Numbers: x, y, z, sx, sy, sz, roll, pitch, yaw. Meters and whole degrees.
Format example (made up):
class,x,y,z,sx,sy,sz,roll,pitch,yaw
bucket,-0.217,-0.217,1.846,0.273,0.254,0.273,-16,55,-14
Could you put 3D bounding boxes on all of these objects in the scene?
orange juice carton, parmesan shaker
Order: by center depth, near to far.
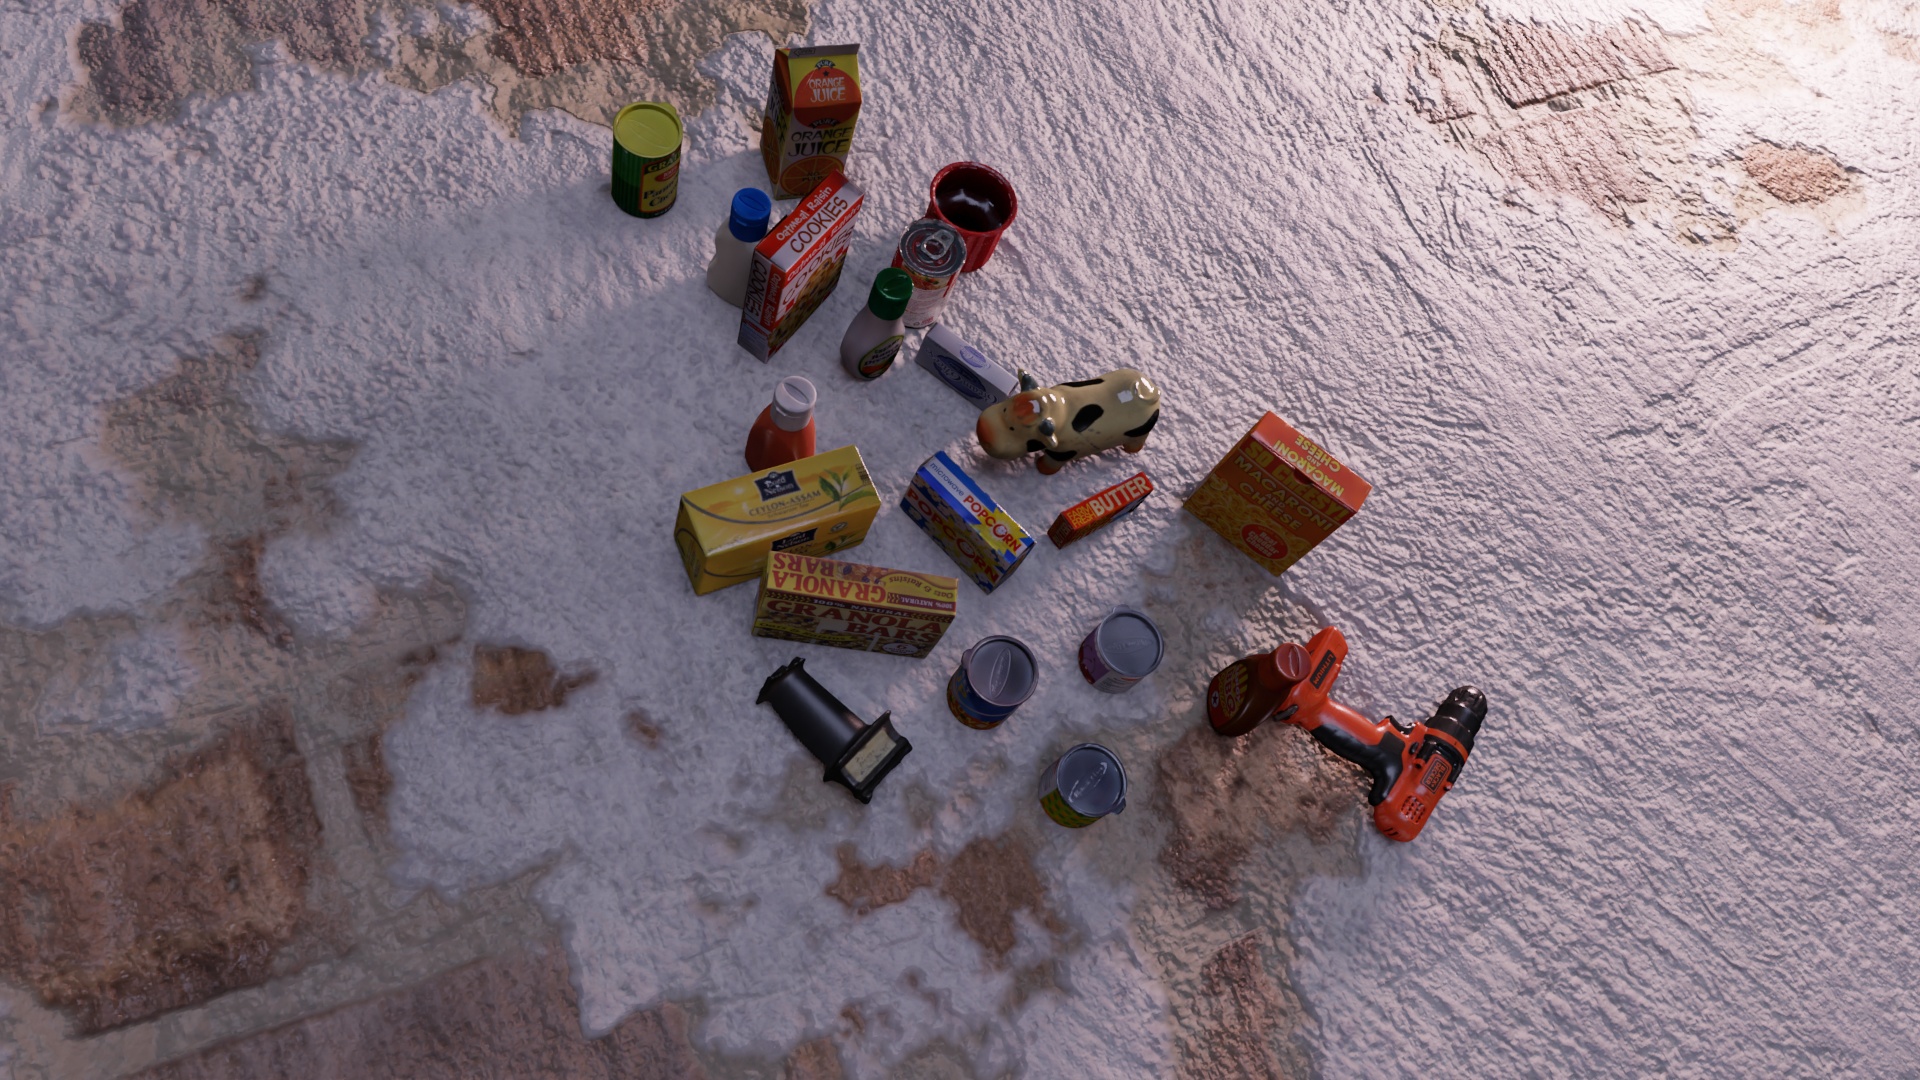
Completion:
class,x,y,z,sx,sy,sz,roll,pitch,yaw
parmesan shaker,-0.309,-0.376,1.374,0.071,0.102,0.071,6,66,-13
orange juice carton,-0.149,-0.429,1.389,0.072,0.191,0.073,-11,71,-19

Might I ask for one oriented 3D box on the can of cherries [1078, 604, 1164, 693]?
class,x,y,z,sx,sy,sz,roll,pitch,yaw
can of cherries,0.151,0.103,1.313,0.071,0.058,0.072,6,66,-13

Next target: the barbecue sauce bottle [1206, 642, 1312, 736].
class,x,y,z,sx,sy,sz,roll,pitch,yaw
barbecue sauce bottle,0.276,0.134,1.283,0.044,0.148,0.065,7,66,-12

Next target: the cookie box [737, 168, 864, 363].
class,x,y,z,sx,sy,sz,roll,pitch,yaw
cookie box,-0.156,-0.260,1.328,0.040,0.166,0.123,36,63,2

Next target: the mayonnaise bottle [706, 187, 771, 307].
class,x,y,z,sx,sy,sz,roll,pitch,yaw
mayonnaise bottle,-0.207,-0.281,1.334,0.065,0.147,0.041,28,64,-2

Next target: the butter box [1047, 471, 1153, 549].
class,x,y,z,sx,sy,sz,roll,pitch,yaw
butter box,0.138,-0.029,1.370,0.104,0.053,0.024,-27,76,-23

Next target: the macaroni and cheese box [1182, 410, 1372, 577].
class,x,y,z,sx,sy,sz,roll,pitch,yaw
macaroni and cheese box,0.306,-0.042,1.357,0.124,0.165,0.040,37,64,3

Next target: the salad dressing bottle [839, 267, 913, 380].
class,x,y,z,sx,sy,sz,roll,pitch,yaw
salad dressing bottle,-0.078,-0.208,1.338,0.064,0.147,0.044,-29,77,-24

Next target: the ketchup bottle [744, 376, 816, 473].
class,x,y,z,sx,sy,sz,roll,pitch,yaw
ketchup bottle,-0.160,-0.099,1.268,0.065,0.148,0.044,38,64,3

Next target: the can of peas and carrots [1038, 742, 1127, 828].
class,x,y,z,sx,sy,sz,roll,pitch,yaw
can of peas and carrots,0.111,0.223,1.251,0.071,0.058,0.071,6,66,-13

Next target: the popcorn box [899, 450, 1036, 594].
class,x,y,z,sx,sy,sz,roll,pitch,yaw
popcorn box,0.005,-0.016,1.311,0.127,0.085,0.038,45,64,7

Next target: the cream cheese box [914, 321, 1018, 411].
class,x,y,z,sx,sy,sz,roll,pitch,yaw
cream cheese box,0.006,-0.171,1.396,0.104,0.053,0.024,36,63,2

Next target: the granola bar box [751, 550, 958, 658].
class,x,y,z,sx,sy,sz,roll,pitch,yaw
granola bar box,-0.096,0.060,1.230,0.166,0.123,0.039,9,66,-11

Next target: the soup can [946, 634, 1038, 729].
class,x,y,z,sx,sy,sz,roll,pitch,yaw
soup can,0.025,0.128,1.255,0.071,0.083,0.071,6,66,-13
